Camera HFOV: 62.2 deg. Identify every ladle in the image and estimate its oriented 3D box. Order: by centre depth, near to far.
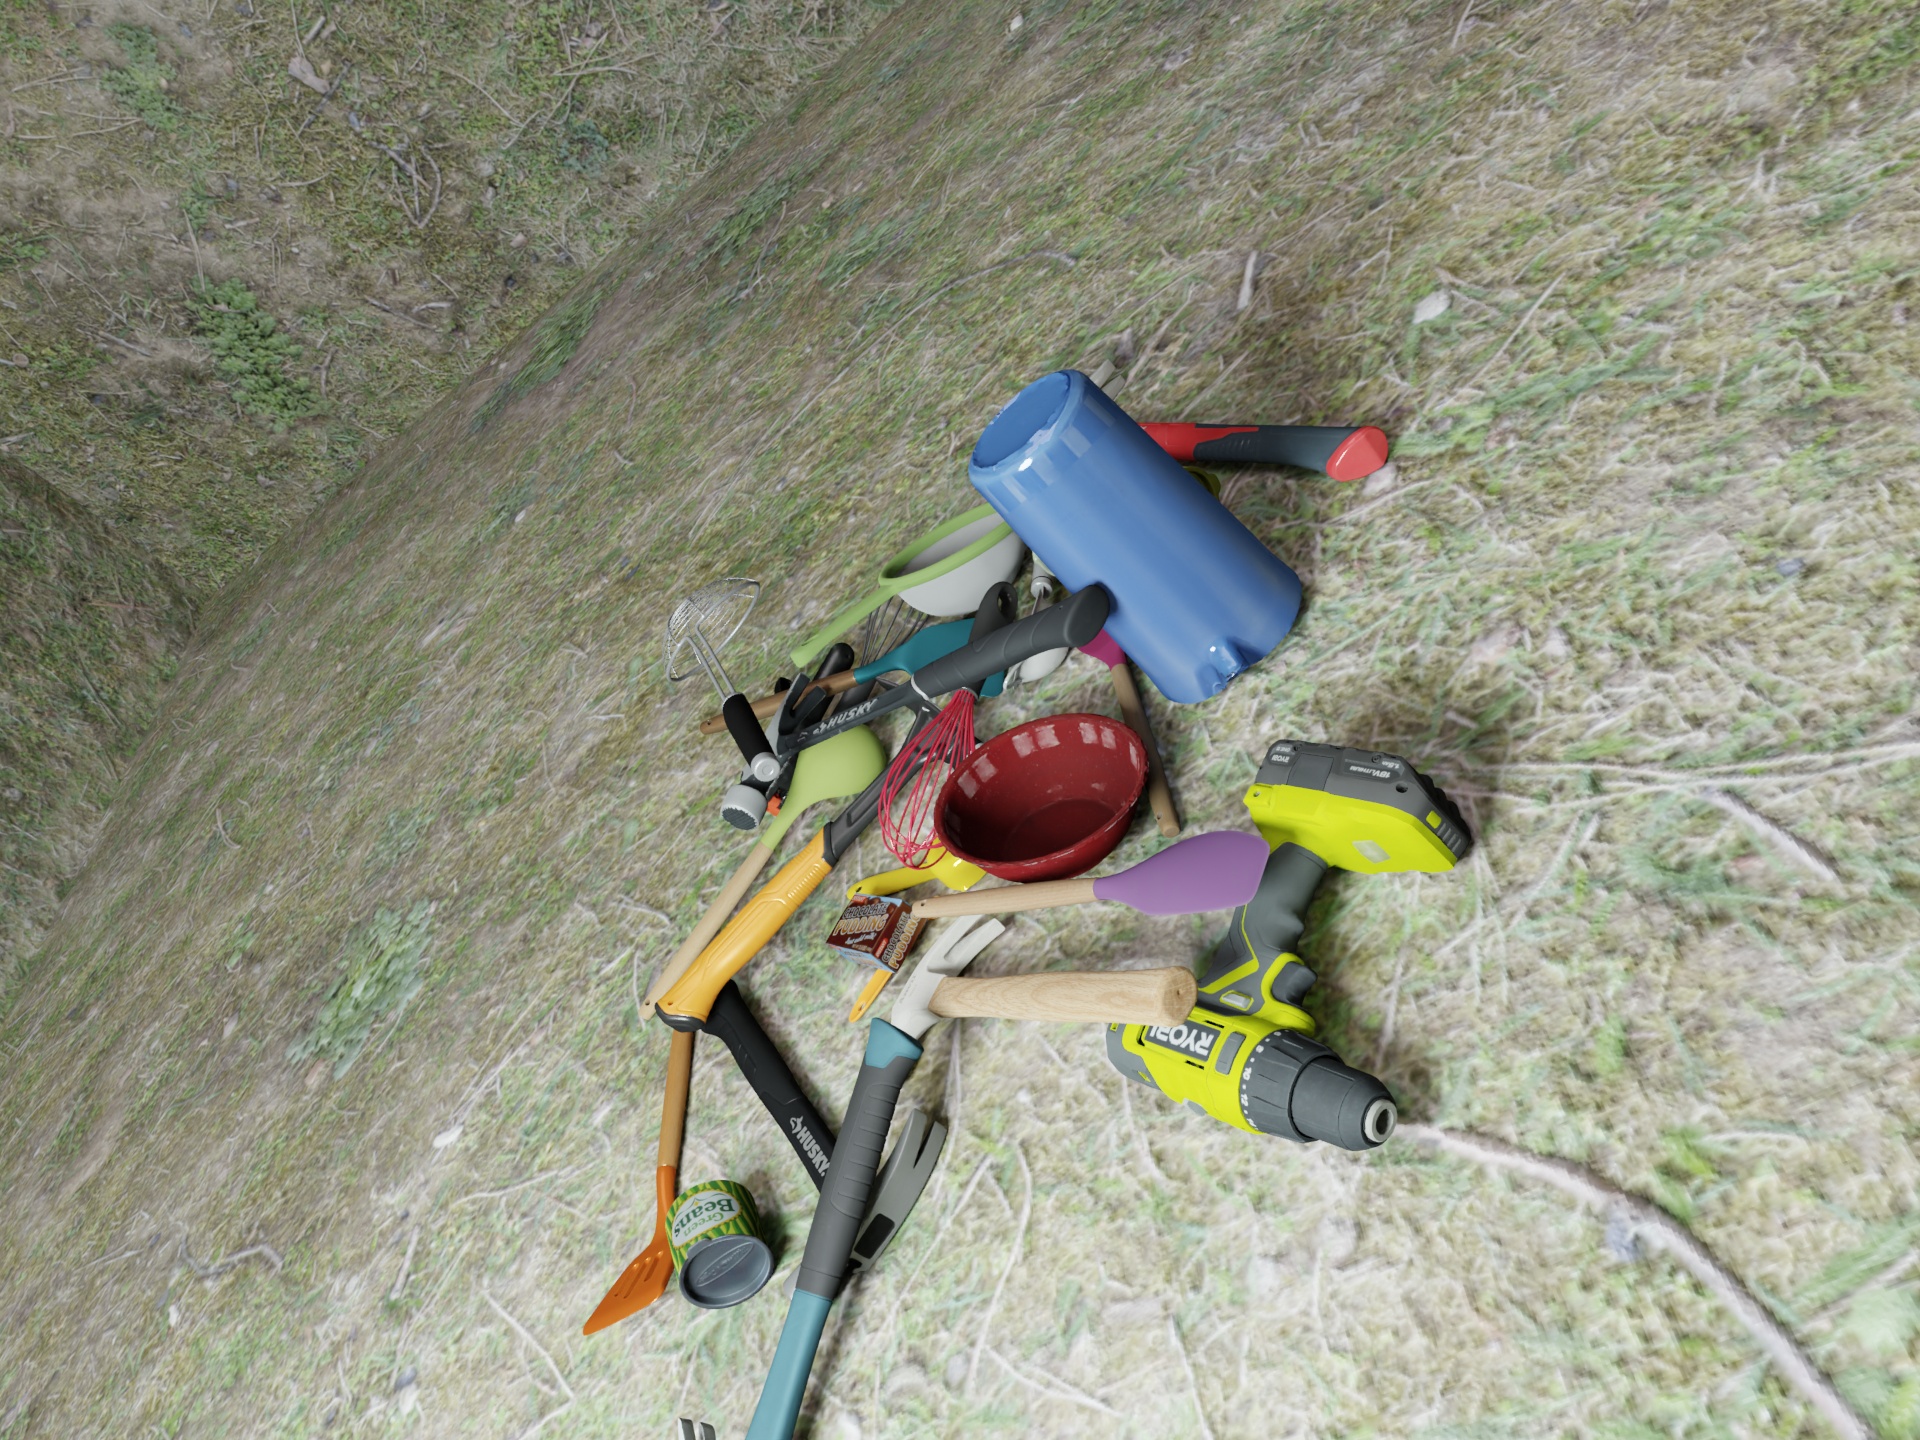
[{"bbox_3d":[-0.177,0.133,1.392,0.078,0.062,0.320,38,94,34],"label":"ladle"}]

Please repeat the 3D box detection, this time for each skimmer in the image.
[{"bbox_3d":[-0.194,-0.029,1.419,0.127,0.090,0.364,-49,34,8],"label":"skimmer"}]

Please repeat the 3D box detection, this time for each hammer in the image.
[{"bbox_3d":[-0.087,0.351,1.010,0.128,0.033,0.331,1,63,37],"label":"hammer"},{"bbox_3d":[0.044,0.176,1.026,0.331,0.031,0.130,-18,40,60],"label":"hammer"},{"bbox_3d":[-0.125,0.279,1.179,0.146,0.035,0.335,-50,33,-2],"label":"hammer"},{"bbox_3d":[-0.039,-0.024,1.230,0.409,0.036,0.149,-23,35,45],"label":"hammer"},{"bbox_3d":[-0.128,0.114,1.298,0.337,0.034,0.127,-48,54,-8],"label":"hammer"},{"bbox_3d":[0.210,-0.247,1.348,0.386,0.038,0.143,16,66,54],"label":"hammer"}]

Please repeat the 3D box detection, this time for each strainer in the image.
[{"bbox_3d":[0.071,-0.109,1.357,0.259,0.050,0.086,-81,2,-48],"label":"strainer"},{"bbox_3d":[-0.033,-0.105,1.403,0.256,0.069,0.151,-38,19,-18],"label":"strainer"}]

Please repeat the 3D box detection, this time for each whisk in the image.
[{"bbox_3d":[-0.002,-0.004,1.259,0.073,0.073,0.296,-17,39,38],"label":"whisk"},{"bbox_3d":[-0.085,-0.038,1.460,0.055,0.055,0.239,4,64,50],"label":"whisk"}]

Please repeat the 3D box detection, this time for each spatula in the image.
[{"bbox_3d":[0.073,0.110,1.036,0.316,0.018,0.060,-14,42,47],"label":"spatula"},{"bbox_3d":[-0.234,0.327,1.247,0.081,0.041,0.323,-32,35,23],"label":"spatula"},{"bbox_3d":[-0.105,-0.026,1.425,0.317,0.044,0.082,-16,57,30],"label":"spatula"}]

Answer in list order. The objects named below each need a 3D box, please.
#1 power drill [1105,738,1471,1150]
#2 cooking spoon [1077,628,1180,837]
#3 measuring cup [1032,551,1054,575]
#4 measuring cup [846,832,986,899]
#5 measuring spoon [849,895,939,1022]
[{"bbox_3d":[0.203,0.132,0.926,0.191,0.080,0.228,9,65,53],"label":"power drill"},{"bbox_3d":[0.128,-0.022,1.222,0.068,0.017,0.319,-47,30,26],"label":"cooking spoon"},{"bbox_3d":[0.077,-0.195,1.329,0.083,0.038,0.168,-53,51,47],"label":"measuring cup"},{"bbox_3d":[-0.039,0.114,1.257,0.156,0.029,0.062,-20,42,34],"label":"measuring cup"},{"bbox_3d":[-0.048,0.184,1.216,0.117,0.011,0.021,-54,23,-4],"label":"measuring spoon"}]
